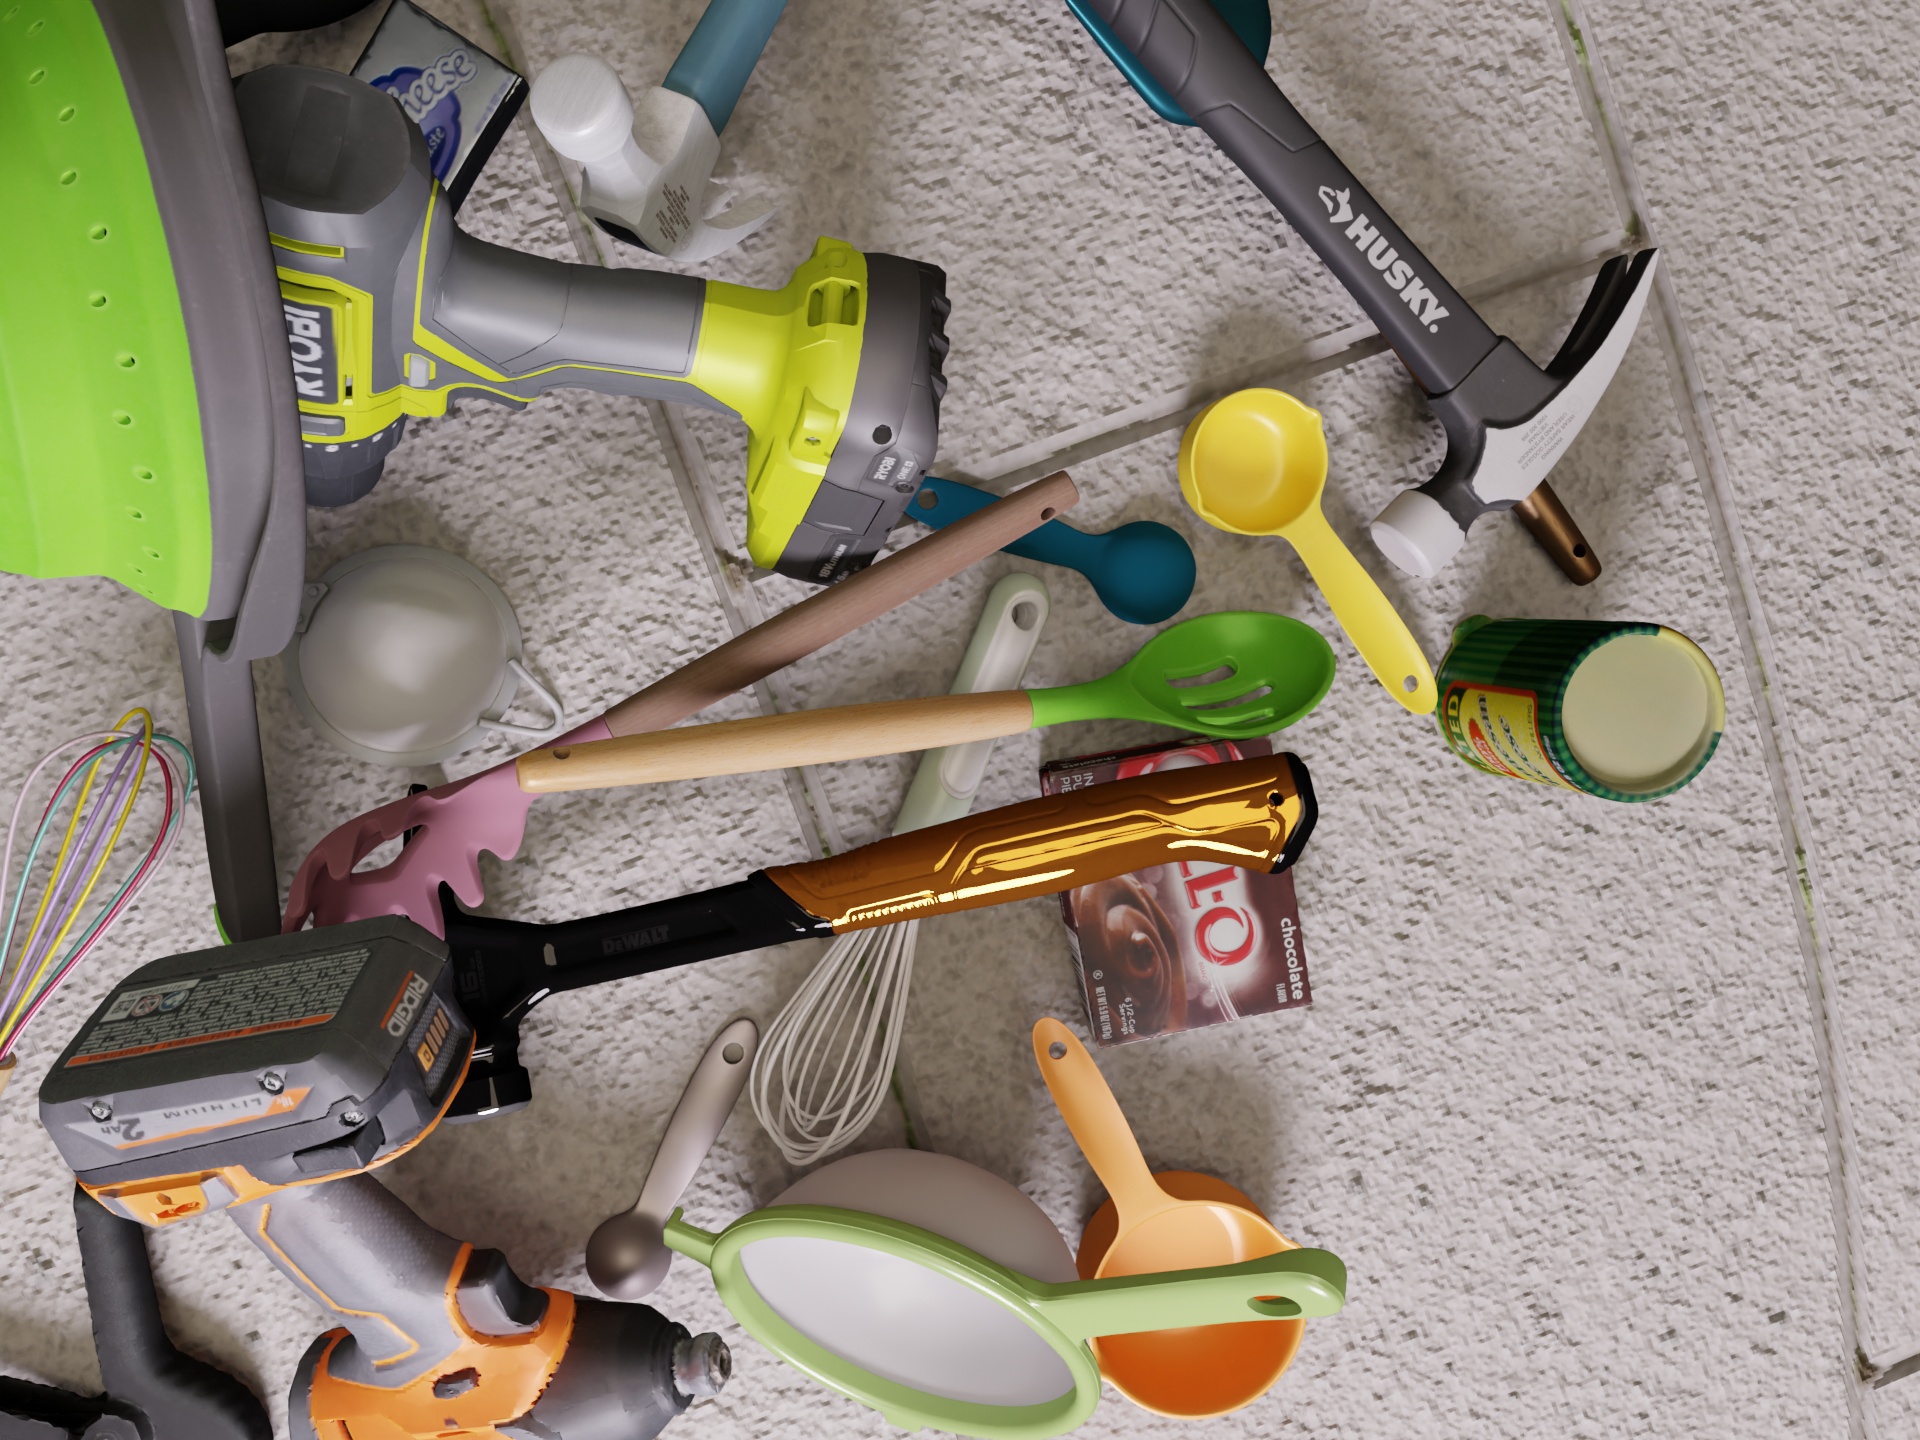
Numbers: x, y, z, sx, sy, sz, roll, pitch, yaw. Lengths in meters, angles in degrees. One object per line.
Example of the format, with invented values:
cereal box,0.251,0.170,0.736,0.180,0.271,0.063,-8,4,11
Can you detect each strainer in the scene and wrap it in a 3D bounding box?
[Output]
strainer,-0.271,-0.053,0.592,0.258,0.050,0.087,23,75,-4
strainer,0.025,0.188,0.567,0.256,0.069,0.151,-22,121,38

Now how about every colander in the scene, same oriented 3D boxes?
colander,-0.266,-0.045,0.474,0.094,0.205,0.396,-15,135,-32

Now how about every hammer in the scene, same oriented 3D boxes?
hammer,-0.046,-0.312,0.568,0.033,0.128,0.331,24,81,12
hammer,0.115,-0.219,0.582,0.334,0.035,0.146,44,89,-12
hammer,-0.039,0.054,0.584,0.337,0.034,0.127,-12,82,4

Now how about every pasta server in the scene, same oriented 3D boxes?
pasta server,-0.096,-0.004,0.560,0.316,0.060,0.040,-28,55,-1

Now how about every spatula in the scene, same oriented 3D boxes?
spatula,0.161,-0.179,0.624,0.082,0.044,0.317,-40,98,-4

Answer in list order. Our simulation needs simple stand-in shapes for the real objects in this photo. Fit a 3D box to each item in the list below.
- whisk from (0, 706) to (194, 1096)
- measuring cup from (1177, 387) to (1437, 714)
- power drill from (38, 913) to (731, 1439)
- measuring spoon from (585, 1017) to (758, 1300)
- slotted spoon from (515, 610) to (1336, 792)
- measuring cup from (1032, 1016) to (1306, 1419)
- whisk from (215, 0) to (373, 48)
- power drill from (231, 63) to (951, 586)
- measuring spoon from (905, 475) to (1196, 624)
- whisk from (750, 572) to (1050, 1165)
whisk,-0.355,0.104,0.596,0.047,0.051,0.245,30,95,18
measuring cup,0.143,-0.064,0.642,0.062,0.029,0.156,-40,105,-5
power drill,-0.184,0.179,0.548,0.164,0.084,0.226,-11,120,12
measuring spoon,-0.112,0.175,0.631,0.034,0.018,0.124,27,90,-7
slotted spoon,-0.001,-0.002,0.577,0.313,0.070,0.031,-8,132,-23
measuring cup,0.069,0.189,0.635,0.095,0.052,0.173,-28,94,-3
whisk,-0.288,-0.206,0.508,0.070,0.070,0.285,49,51,-7
power drill,-0.134,-0.114,0.545,0.228,0.190,0.080,10,66,-16
measuring spoon,0.034,-0.072,0.628,0.128,0.021,0.042,18,92,-8
whisk,-0.019,0.056,0.620,0.057,0.059,0.246,24,86,-26
